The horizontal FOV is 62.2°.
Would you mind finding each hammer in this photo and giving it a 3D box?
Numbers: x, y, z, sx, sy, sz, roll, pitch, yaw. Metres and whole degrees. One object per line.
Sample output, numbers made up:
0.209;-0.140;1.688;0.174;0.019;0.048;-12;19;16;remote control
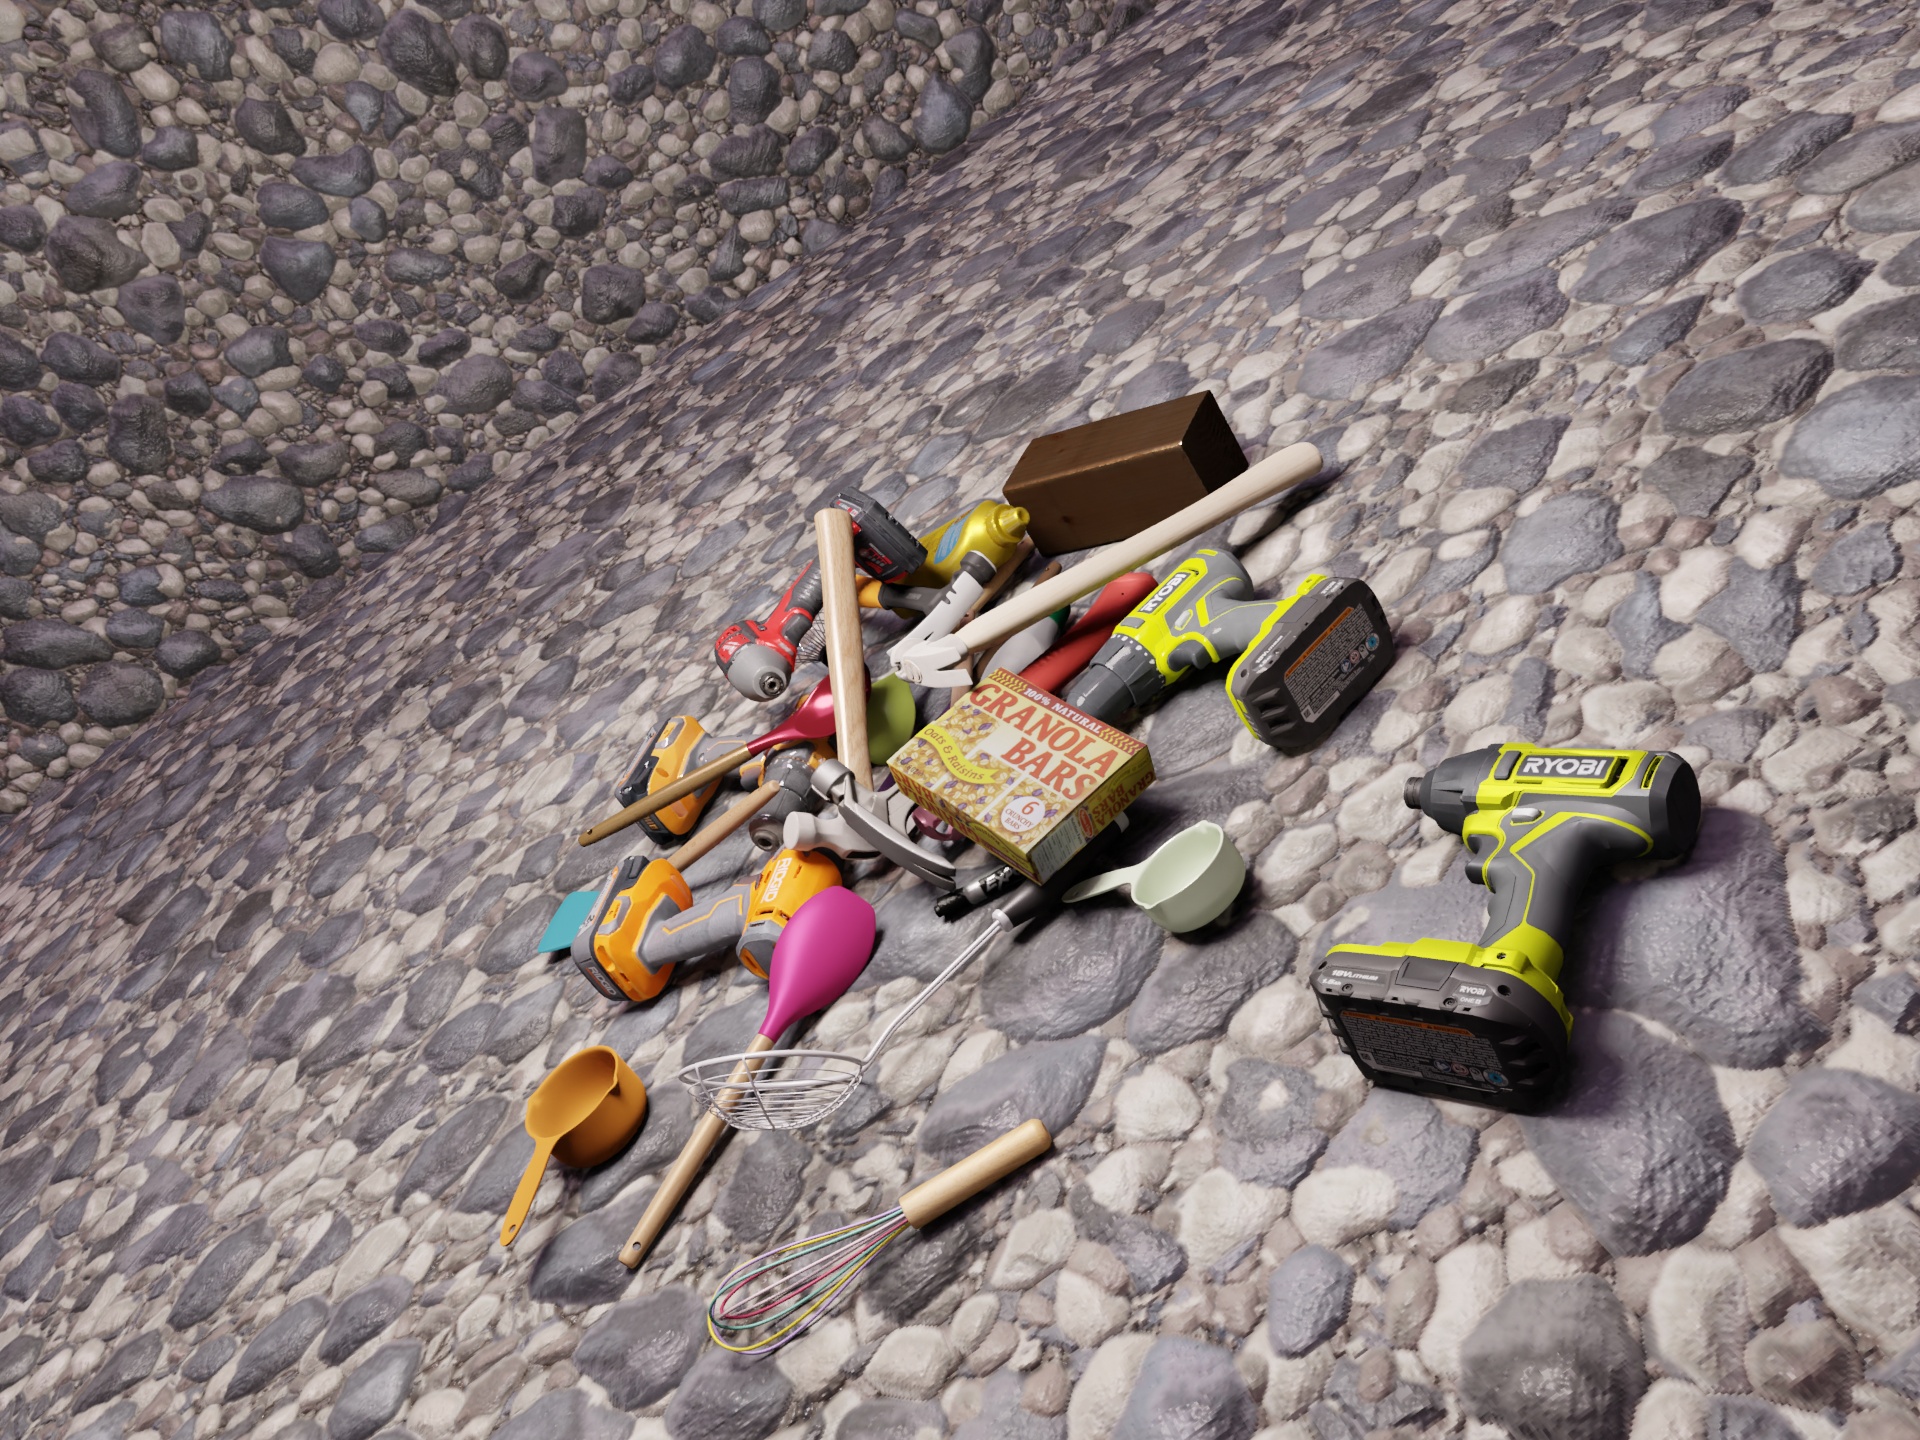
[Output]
0.138;-0.134;1.330;0.410;0.038;0.146;-29;12;-15;hammer
-0.086;-0.118;1.562;0.127;0.034;0.337;-51;26;-12;hammer
-0.095;-0.037;1.368;0.031;0.130;0.332;-43;47;51;hammer
0.053;-0.011;1.307;0.149;0.036;0.359;34;57;26;hammer

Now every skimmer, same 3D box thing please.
-0.034;0.163;1.134;0.363;0.090;0.127;-41;-15;-17;skimmer

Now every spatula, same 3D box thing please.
-0.271;0.129;1.440;0.317;0.044;0.082;-37;21;33;spatula
0.015;-0.036;1.455;0.060;0.018;0.316;-2;44;47;spatula

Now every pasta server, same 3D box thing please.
-0.002;-0.004;1.384;0.060;0.040;0.316;-4;40;8;pasta server

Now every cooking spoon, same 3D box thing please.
-0.157;0.257;1.176;0.319;0.069;0.017;-58;-1;-26;cooking spoon

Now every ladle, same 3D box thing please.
-0.212;0.039;1.439;0.315;0.031;0.069;-28;45;9;ladle
-0.007;-0.075;1.526;0.078;0.062;0.320;-9;31;46;ladle

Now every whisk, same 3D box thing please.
-0.053;0.314;0.987;0.245;0.051;0.047;-31;23;1;whisk
-0.137;-0.071;1.596;0.070;0.070;0.285;-39;23;-7;whisk

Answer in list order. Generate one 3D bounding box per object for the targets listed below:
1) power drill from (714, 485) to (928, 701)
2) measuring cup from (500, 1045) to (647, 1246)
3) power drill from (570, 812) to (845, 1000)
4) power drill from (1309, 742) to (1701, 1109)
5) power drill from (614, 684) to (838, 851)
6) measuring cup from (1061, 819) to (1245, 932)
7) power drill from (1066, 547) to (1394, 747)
-0.140;-0.111;1.506;0.219;0.078;0.143;-48;25;0;power drill
-0.296;0.331;1.205;0.095;0.052;0.174;-17;36;29;measuring cup
-0.200;0.153;1.342;0.226;0.084;0.164;-12;36;28;power drill
0.298;0.101;0.903;0.171;0.080;0.223;1;41;46;power drill
-0.215;0.059;1.499;0.226;0.084;0.185;-11;39;29;power drill
0.131;0.119;1.100;0.167;0.038;0.083;-24;23;54;measuring cup
0.198;-0.049;1.226;0.190;0.080;0.229;-43;27;-17;power drill
